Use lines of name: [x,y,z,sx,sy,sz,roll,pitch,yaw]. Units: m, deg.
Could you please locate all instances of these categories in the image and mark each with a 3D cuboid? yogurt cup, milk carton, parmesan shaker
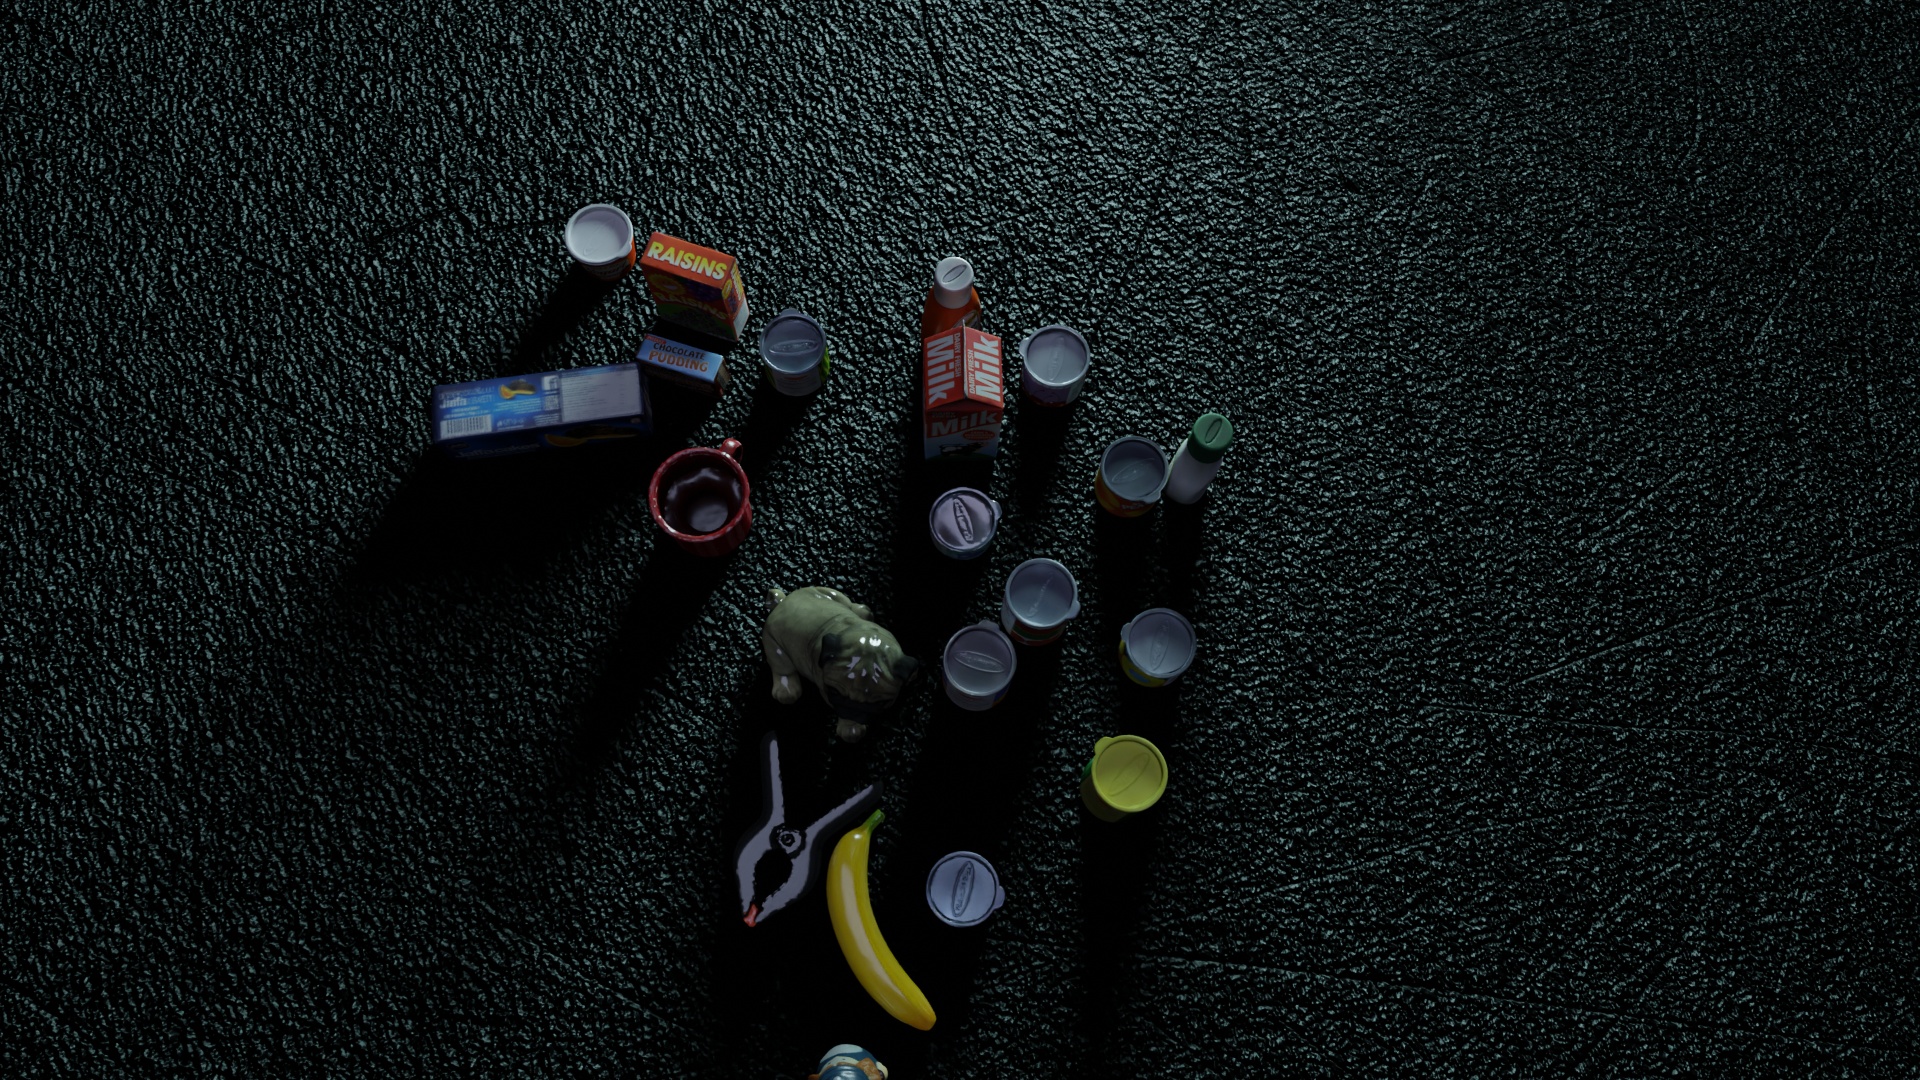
yogurt cup: [-0.363,-0.300,1.414,0.072,0.053,0.072,1,74,-2]
milk carton: [0.001,-0.137,1.305,0.073,0.190,0.072,-1,74,-2]
parmesan shaker: [0.143,0.214,1.251,0.071,0.102,0.071,0,74,-2]

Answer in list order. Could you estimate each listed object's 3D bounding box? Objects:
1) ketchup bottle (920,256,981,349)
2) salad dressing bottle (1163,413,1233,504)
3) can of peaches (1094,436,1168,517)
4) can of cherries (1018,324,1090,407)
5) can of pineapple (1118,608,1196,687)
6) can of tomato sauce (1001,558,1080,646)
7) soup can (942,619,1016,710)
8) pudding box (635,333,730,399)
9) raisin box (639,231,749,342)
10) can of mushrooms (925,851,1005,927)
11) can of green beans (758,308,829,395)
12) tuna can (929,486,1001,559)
ketchup bottle: [-0.009,-0.227,1.354,0.065,0.148,0.043,-39,79,-12]
salad dressing bottle: [0.226,-0.078,1.318,0.044,0.147,0.064,31,75,7]
can of peaches: [0.167,-0.059,1.357,0.071,0.058,0.071,1,74,-2]
can of cherries: [0.091,-0.175,1.389,0.071,0.058,0.071,1,74,-2]
can of pineapple: [0.183,0.101,1.309,0.071,0.057,0.071,1,74,-2]
can of tomato sauce: [0.075,0.060,1.305,0.071,0.083,0.071,0,74,-2]
soup can: [0.017,0.117,1.286,0.071,0.083,0.071,0,74,-2]
pudding box: [-0.275,-0.173,1.381,0.084,0.049,0.030,18,74,3]
raisin box: [-0.259,-0.248,1.365,0.086,0.123,0.040,19,74,4]
can of mushrooms: [0.004,0.315,1.252,0.071,0.033,0.071,1,73,-2]
can of green beans: [-0.165,-0.184,1.384,0.071,0.057,0.071,1,74,-2]
tuna can: [0.005,-0.017,1.352,0.071,0.032,0.071,1,73,-2]
